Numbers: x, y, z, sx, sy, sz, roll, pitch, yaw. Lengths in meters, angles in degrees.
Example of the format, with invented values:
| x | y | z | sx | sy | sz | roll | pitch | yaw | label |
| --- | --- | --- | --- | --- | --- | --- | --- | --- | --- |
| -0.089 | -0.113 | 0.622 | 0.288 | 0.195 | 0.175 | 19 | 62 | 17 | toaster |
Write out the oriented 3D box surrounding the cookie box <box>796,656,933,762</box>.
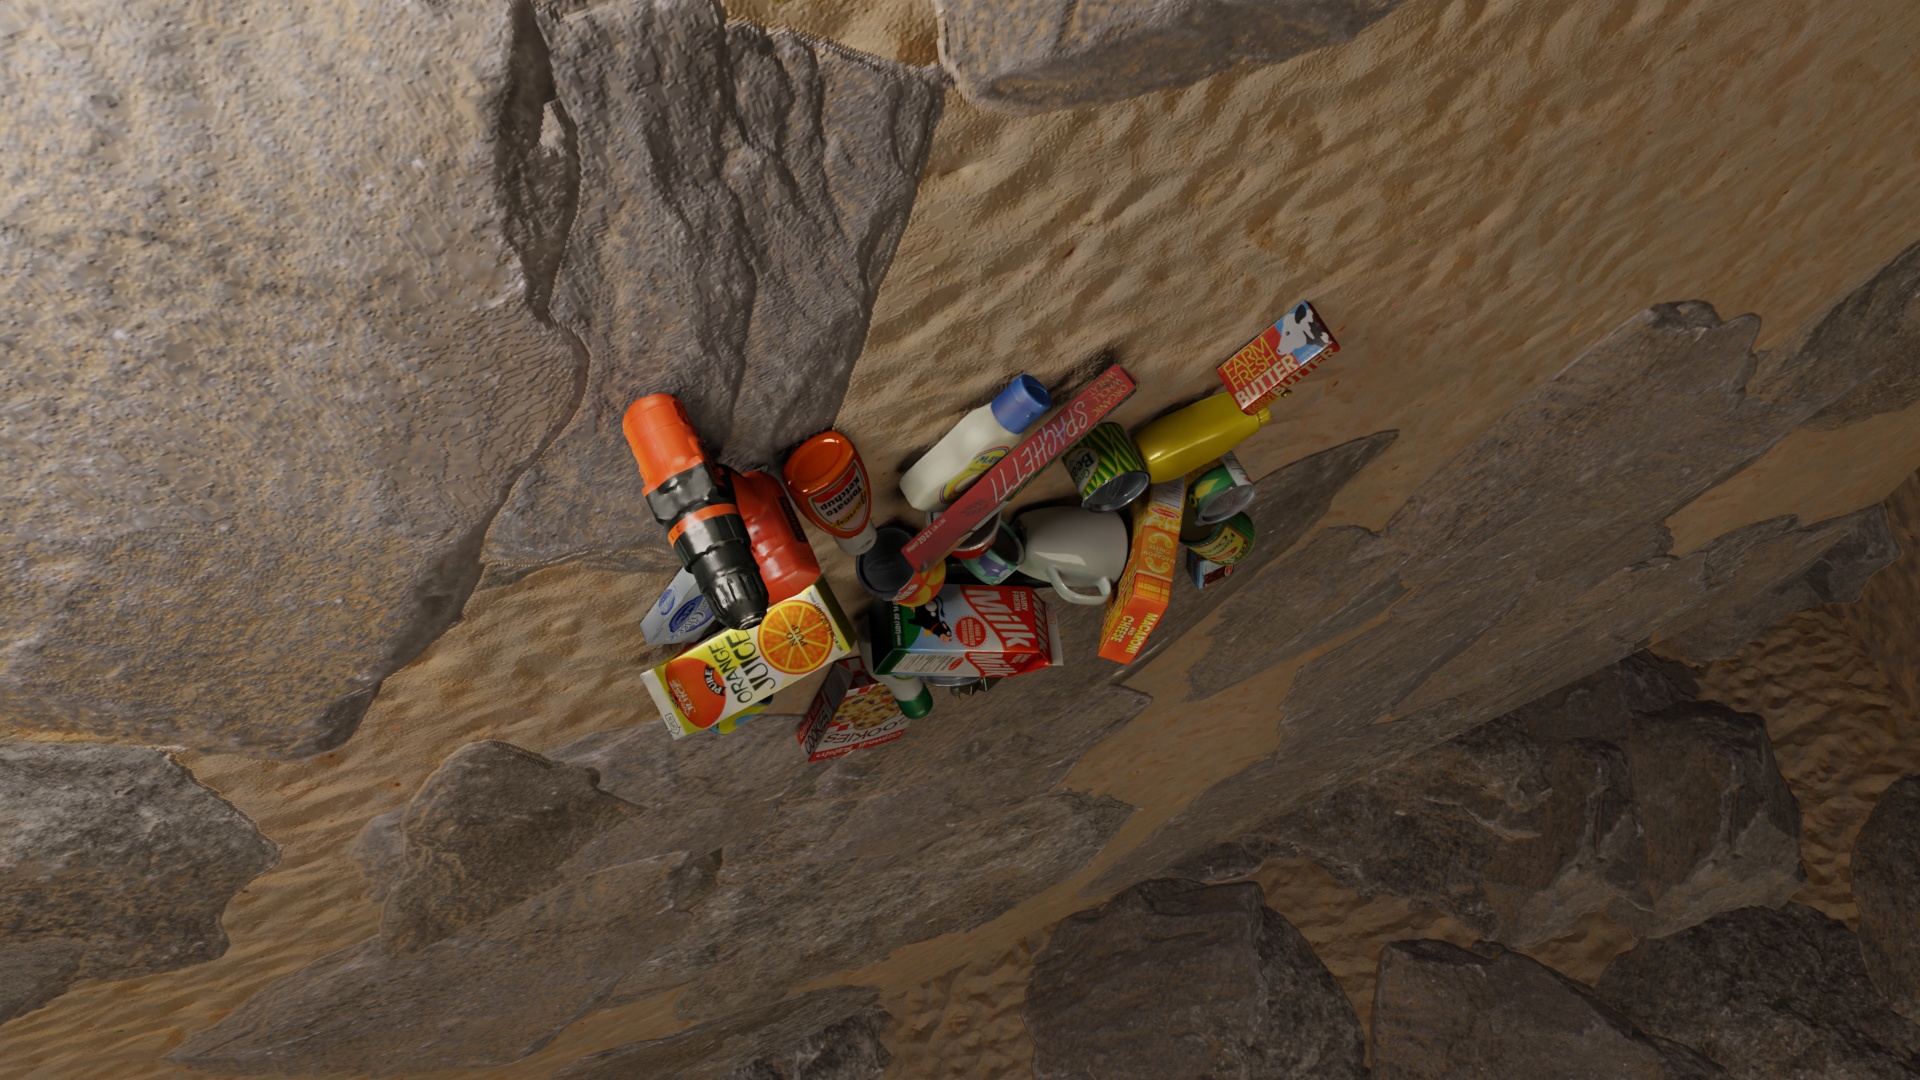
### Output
| x | y | z | sx | sy | sz | roll | pitch | yaw | label |
| --- | --- | --- | --- | --- | --- | --- | --- | --- | --- |
| -0.103 | 0.184 | 1.565 | 0.123 | 0.040 | 0.166 | -10 | 149 | -31 | cookie box |

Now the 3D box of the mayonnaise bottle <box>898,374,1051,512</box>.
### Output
| x | y | z | sx | sy | sz | roll | pitch | yaw | label |
| --- | --- | --- | --- | --- | --- | --- | --- | --- | --- |
| 0.015 | -0.081 | 1.182 | 0.147 | 0.041 | 0.065 | -42 | 157 | 30 | mayonnaise bottle |

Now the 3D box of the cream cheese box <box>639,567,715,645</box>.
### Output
| x | y | z | sx | sy | sz | roll | pitch | yaw | label |
| --- | --- | --- | --- | --- | --- | --- | --- | --- | --- |
| -0.236 | 0.054 | 1.226 | 0.053 | 0.024 | 0.103 | -1 | 144 | -44 | cream cheese box |

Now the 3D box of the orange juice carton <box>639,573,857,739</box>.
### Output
| x | y | z | sx | sy | sz | roll | pitch | yaw | label |
| --- | --- | --- | --- | --- | --- | --- | --- | --- | --- |
| -0.197 | 0.110 | 1.280 | 0.193 | 0.071 | 0.073 | -28 | -175 | 4 | orange juice carton |

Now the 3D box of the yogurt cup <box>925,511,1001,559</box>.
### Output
| x | y | z | sx | sy | sz | roll | pitch | yaw | label |
| --- | --- | --- | --- | --- | --- | --- | --- | --- | --- |
| 0.005 | -0.016 | 1.272 | 0.072 | 0.072 | 0.053 | -25 | 162 | -3 | yogurt cup |

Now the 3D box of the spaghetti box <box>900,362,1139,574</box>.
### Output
| x | y | z | sx | sy | sz | roll | pitch | yaw | label |
| --- | --- | --- | --- | --- | --- | --- | --- | --- | --- |
| 0.053 | -0.062 | 1.202 | 0.250 | 0.029 | 0.050 | -41 | 176 | 6 | spaghetti box |

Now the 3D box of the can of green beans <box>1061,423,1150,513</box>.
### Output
| x | y | z | sx | sy | sz | roll | pitch | yaw | label |
| --- | --- | --- | --- | --- | --- | --- | --- | --- | --- |
| 0.136 | -0.068 | 1.299 | 0.071 | 0.058 | 0.071 | -21 | 154 | -11 | can of green beans |

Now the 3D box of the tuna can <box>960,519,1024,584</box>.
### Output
| x | y | z | sx | sy | sz | roll | pitch | yaw | label |
| --- | --- | --- | --- | --- | --- | --- | --- | --- | --- |
| 0.026 | 0.005 | 1.328 | 0.032 | 0.071 | 0.071 | -42 | 150 | 27 | tuna can |

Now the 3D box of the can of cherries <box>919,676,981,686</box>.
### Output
| x | y | z | sx | sy | sz | roll | pitch | yaw | label |
| --- | --- | --- | --- | --- | --- | --- | --- | --- | --- |
| -0.008 | 0.114 | 1.442 | 0.071 | 0.058 | 0.071 | -4 | 156 | -2 | can of cherries |

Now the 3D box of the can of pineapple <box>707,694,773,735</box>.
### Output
| x | y | z | sx | sy | sz | roll | pitch | yaw | label |
| --- | --- | --- | --- | --- | --- | --- | --- | --- | --- |
| -0.225 | 0.148 | 1.362 | 0.057 | 0.071 | 0.071 | -35 | 152 | 17 | can of pineapple |

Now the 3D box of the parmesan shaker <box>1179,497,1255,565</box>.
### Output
| x | y | z | sx | sy | sz | roll | pitch | yaw | label |
| --- | --- | --- | --- | --- | --- | --- | --- | --- | --- |
| 0.270 | -0.014 | 1.510 | 0.071 | 0.071 | 0.103 | -36 | 152 | 18 | parmesan shaker |

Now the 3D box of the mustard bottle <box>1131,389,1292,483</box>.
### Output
| x | y | z | sx | sy | sz | roll | pitch | yaw | label |
| --- | --- | --- | --- | --- | --- | --- | --- | --- | --- |
| 0.243 | -0.110 | 1.329 | 0.160 | 0.049 | 0.065 | -26 | 154 | -3 | mustard bottle |

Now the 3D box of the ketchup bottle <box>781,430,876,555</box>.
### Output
| x | y | z | sx | sy | sz | roll | pitch | yaw | label |
| --- | --- | --- | --- | --- | --- | --- | --- | --- | --- |
| -0.103 | -0.034 | 1.161 | 0.065 | 0.043 | 0.148 | -41 | 156 | -10 | ketchup bottle |

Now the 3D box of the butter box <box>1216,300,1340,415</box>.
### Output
| x | y | z | sx | sy | sz | roll | pitch | yaw | label |
| --- | --- | --- | --- | --- | --- | --- | --- | --- | --- |
| 0.288 | -0.165 | 1.264 | 0.103 | 0.053 | 0.024 | -39 | 149 | 24 | butter box |

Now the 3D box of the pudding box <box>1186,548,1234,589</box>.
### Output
| x | y | z | sx | sy | sz | roll | pitch | yaw | label |
| --- | --- | --- | --- | --- | --- | --- | --- | --- | --- |
| 0.295 | 0.021 | 1.639 | 0.050 | 0.030 | 0.083 | -25 | 154 | -4 | pudding box |

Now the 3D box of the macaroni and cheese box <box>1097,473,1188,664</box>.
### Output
| x | y | z | sx | sy | sz | roll | pitch | yaw | label |
| --- | --- | --- | --- | --- | --- | --- | --- | --- | --- |
| 0.184 | 0.023 | 1.398 | 0.040 | 0.167 | 0.123 | 16 | 144 | -3 | macaroni and cheese box |

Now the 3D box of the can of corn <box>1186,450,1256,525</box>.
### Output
| x | y | z | sx | sy | sz | roll | pitch | yaw | label |
| --- | --- | --- | --- | --- | --- | --- | --- | --- | --- |
| 0.259 | -0.058 | 1.428 | 0.071 | 0.058 | 0.071 | -21 | 153 | -11 | can of corn |

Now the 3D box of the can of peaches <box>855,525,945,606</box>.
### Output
| x | y | z | sx | sy | sz | roll | pitch | yaw | label |
| --- | --- | --- | --- | --- | --- | --- | --- | --- | --- |
| -0.055 | 0.027 | 1.287 | 0.071 | 0.071 | 0.058 | -34 | 154 | 15 | can of peaches |

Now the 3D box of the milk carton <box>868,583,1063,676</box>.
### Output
| x | y | z | sx | sy | sz | roll | pitch | yaw | label |
| --- | --- | --- | --- | --- | --- | --- | --- | --- | --- |
| 0.011 | 0.090 | 1.374 | 0.191 | 0.072 | 0.073 | 3 | 153 | -20 | milk carton |

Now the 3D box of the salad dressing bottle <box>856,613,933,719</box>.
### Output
| x | y | z | sx | sy | sz | roll | pitch | yaw | label |
| --- | --- | --- | --- | --- | --- | --- | --- | --- | --- |
| -0.065 | 0.132 | 1.451 | 0.044 | 0.064 | 0.147 | 7 | 143 | 25 | salad dressing bottle |
